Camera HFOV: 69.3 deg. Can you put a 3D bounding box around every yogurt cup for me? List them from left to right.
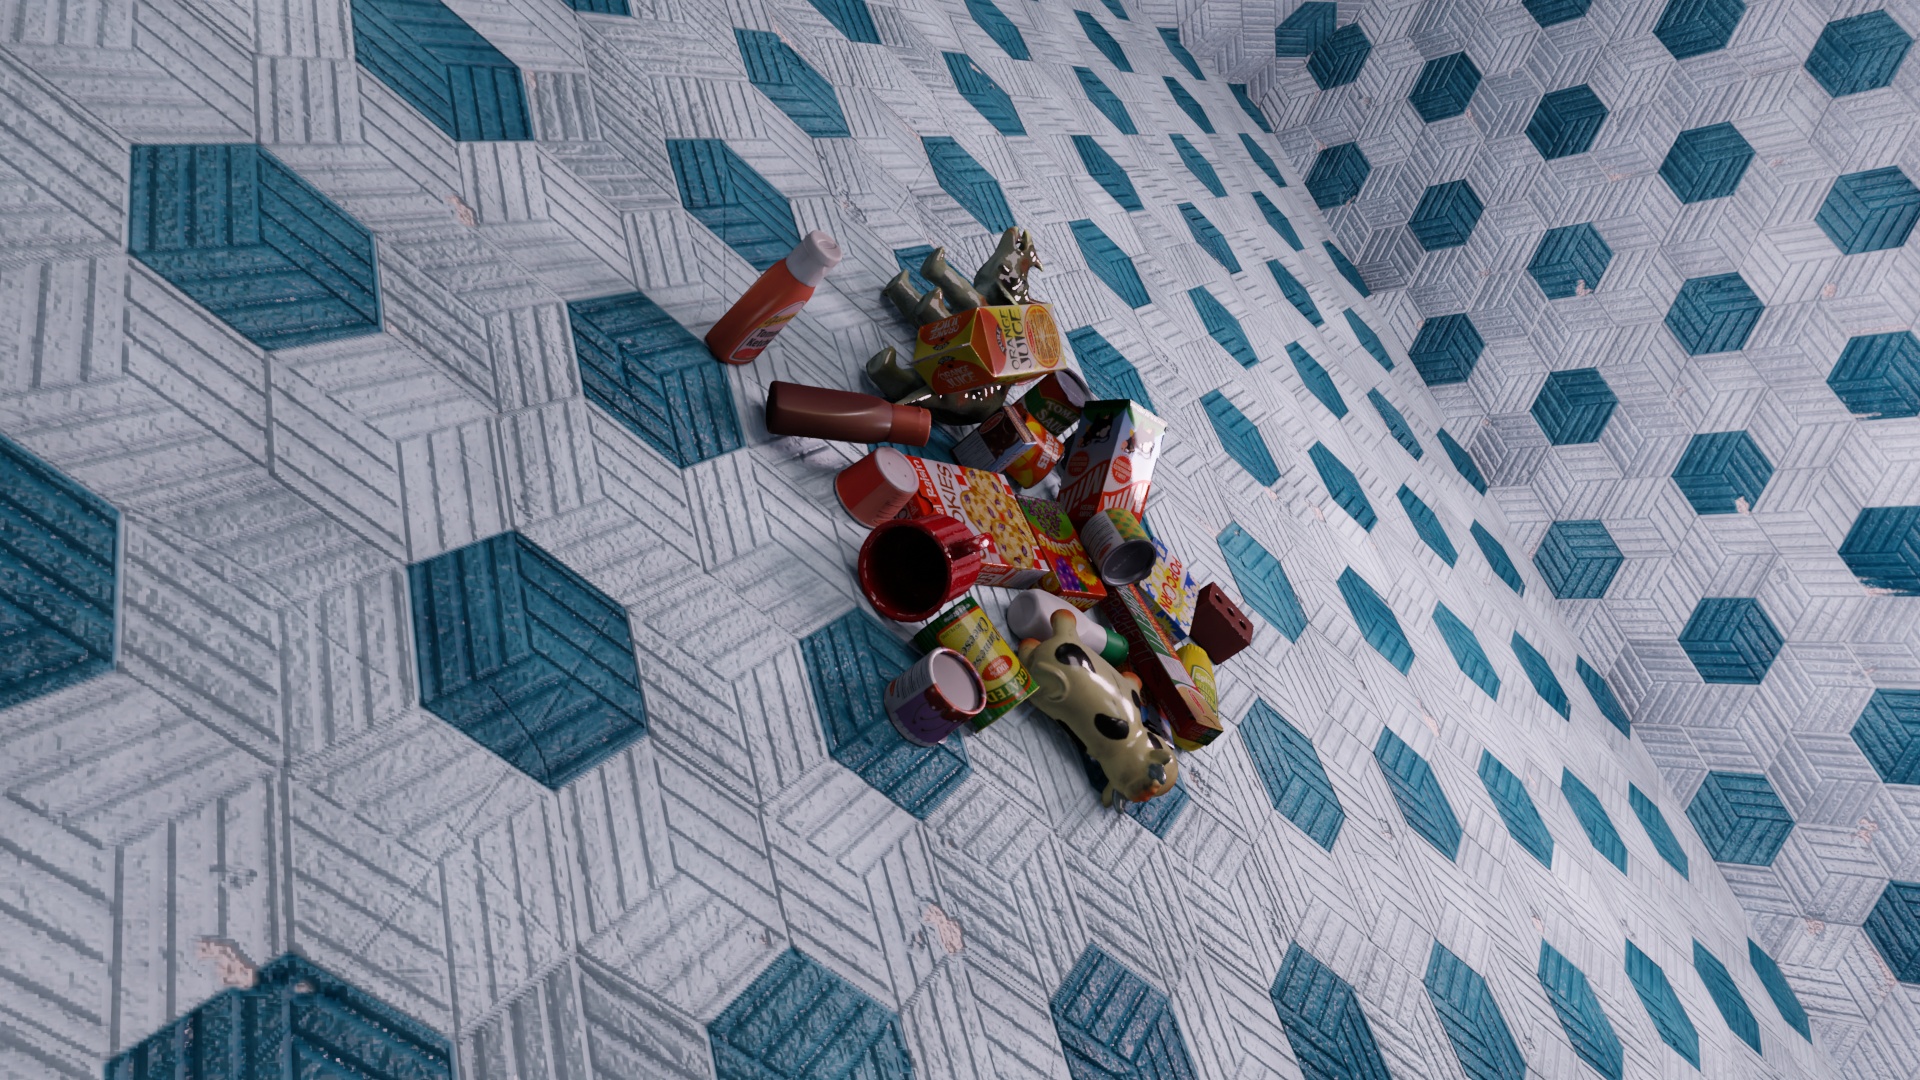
[{"bbox_3d":[-0.076,-0.052,1.304,0.072,0.053,0.073,34,34,-27],"label":"yogurt cup"}]

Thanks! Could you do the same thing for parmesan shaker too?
[{"bbox_3d":[0.011,0.110,1.234,0.103,0.071,0.071,54,30,5],"label":"parmesan shaker"}]

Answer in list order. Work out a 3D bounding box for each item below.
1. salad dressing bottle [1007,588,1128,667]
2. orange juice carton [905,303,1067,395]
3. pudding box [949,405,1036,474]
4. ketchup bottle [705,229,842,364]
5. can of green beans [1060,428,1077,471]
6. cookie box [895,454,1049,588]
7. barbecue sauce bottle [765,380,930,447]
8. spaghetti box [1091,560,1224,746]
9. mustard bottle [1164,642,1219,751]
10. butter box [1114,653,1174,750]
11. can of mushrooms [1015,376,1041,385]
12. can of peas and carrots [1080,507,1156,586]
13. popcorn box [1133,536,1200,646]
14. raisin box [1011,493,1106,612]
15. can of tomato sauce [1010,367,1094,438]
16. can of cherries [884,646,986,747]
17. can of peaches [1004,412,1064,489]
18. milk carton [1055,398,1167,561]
[{"bbox_3d":[0.112,0.093,1.412,0.147,0.044,0.064,25,36,-39],"label":"salad dressing bottle"},{"bbox_3d":[0.026,-0.193,1.400,0.193,0.071,0.073,-17,94,-56],"label":"orange juice carton"},{"bbox_3d":[0.035,-0.100,1.478,0.030,0.083,0.050,-9,64,-58],"label":"pudding box"},{"bbox_3d":[-0.168,-0.222,1.271,0.043,0.148,0.065,54,29,8],"label":"ketchup bottle"},{"bbox_3d":[0.160,-0.108,1.676,0.071,0.071,0.058,50,29,-3],"label":"can of green beans"},{"bbox_3d":[0.005,-0.017,1.389,0.167,0.040,0.123,8,51,-50],"label":"cookie box"},{"bbox_3d":[-0.103,-0.114,1.282,0.149,0.043,0.065,7,28,-16],"label":"barbecue sauce bottle"},{"bbox_3d":[0.200,0.113,1.473,0.050,0.028,0.251,23,27,-39],"label":"spaghetti box"},{"bbox_3d":[0.250,0.158,1.521,0.065,0.048,0.161,42,31,-18],"label":"mustard bottle"},{"bbox_3d":[0.191,0.172,1.449,0.053,0.024,0.104,32,35,-30],"label":"butter box"},{"bbox_3d":[0.086,-0.220,1.702,0.071,0.071,0.033,-13,70,-58],"label":"can of mushrooms"},{"bbox_3d":[0.172,0.007,1.504,0.071,0.070,0.059,24,27,-39],"label":"can of peas and carrots"},{"bbox_3d":[0.232,0.060,1.615,0.085,0.038,0.127,46,30,-9],"label":"popcorn box"},{"bbox_3d":[0.095,0.015,1.478,0.086,0.040,0.124,9,48,-51],"label":"raisin box"},{"bbox_3d":[0.106,-0.155,1.637,0.071,0.082,0.071,34,34,-27],"label":"can of tomato sauce"},{"bbox_3d":[-0.019,0.133,1.172,0.071,0.058,0.072,34,34,-27],"label":"can of cherries"},{"bbox_3d":[0.074,-0.101,1.547,0.058,0.071,0.071,41,31,-15],"label":"can of peaches"},{"bbox_3d":[0.163,-0.059,1.572,0.072,0.073,0.191,25,76,-37],"label":"milk carton"}]
